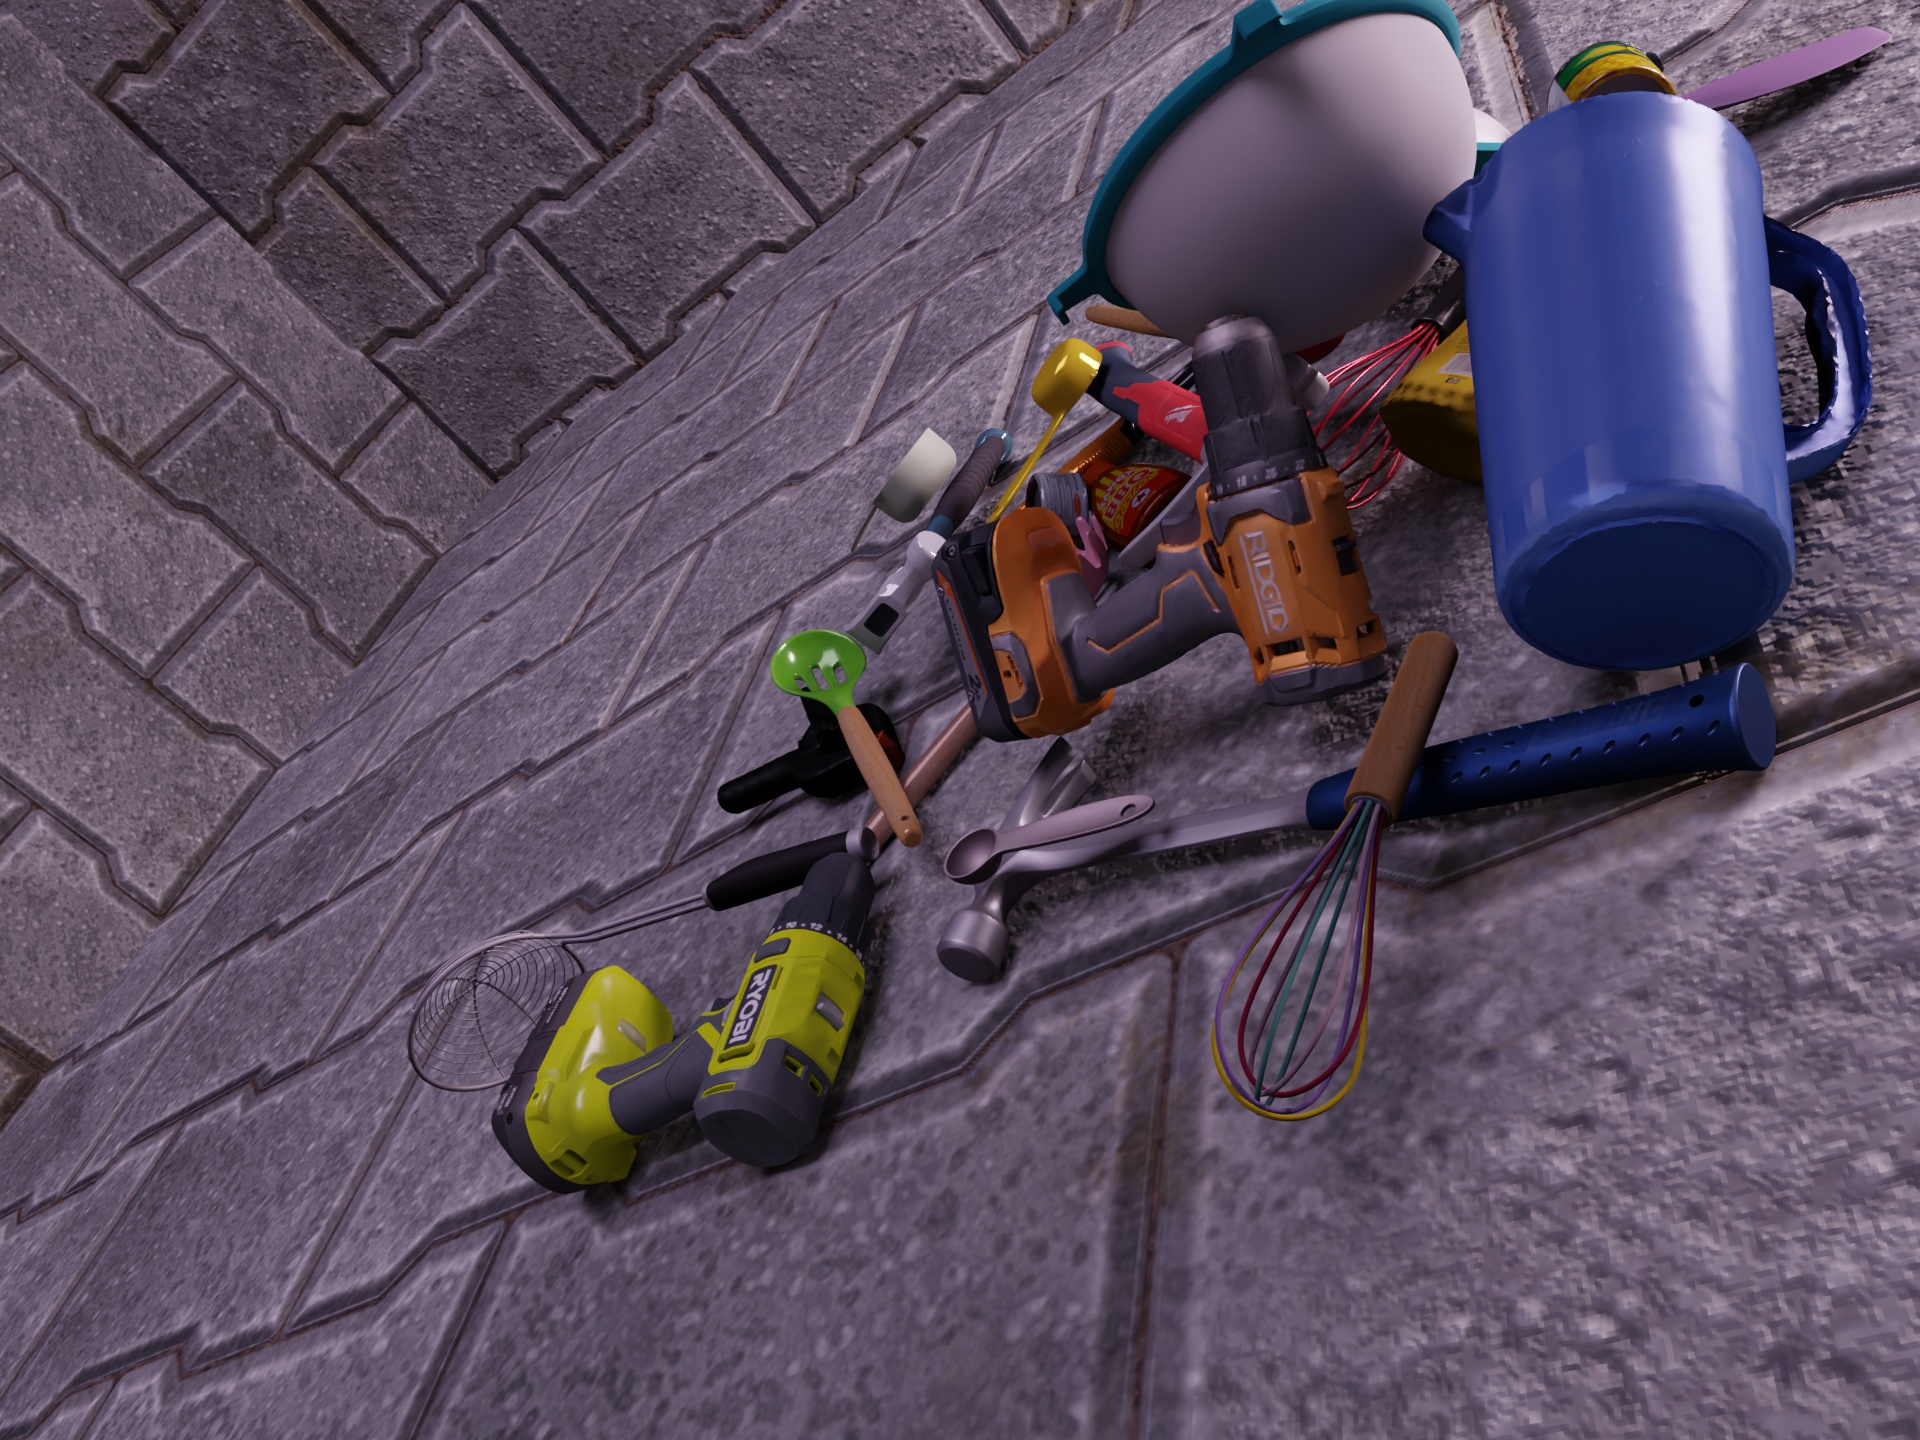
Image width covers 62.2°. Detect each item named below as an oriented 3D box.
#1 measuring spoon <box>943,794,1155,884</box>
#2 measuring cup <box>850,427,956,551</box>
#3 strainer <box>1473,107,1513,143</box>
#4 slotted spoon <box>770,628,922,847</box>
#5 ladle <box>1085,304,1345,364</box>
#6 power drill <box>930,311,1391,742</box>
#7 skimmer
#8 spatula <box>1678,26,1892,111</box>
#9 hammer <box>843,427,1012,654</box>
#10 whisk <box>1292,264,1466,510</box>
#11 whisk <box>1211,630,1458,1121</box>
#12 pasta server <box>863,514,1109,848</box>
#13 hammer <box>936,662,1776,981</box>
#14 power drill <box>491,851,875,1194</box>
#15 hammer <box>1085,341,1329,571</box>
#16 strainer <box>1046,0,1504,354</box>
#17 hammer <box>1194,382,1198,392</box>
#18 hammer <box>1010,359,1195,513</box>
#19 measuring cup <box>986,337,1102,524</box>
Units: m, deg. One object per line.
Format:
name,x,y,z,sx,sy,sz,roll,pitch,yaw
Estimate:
measuring spoon,0.046,0.060,0.797,0.124,0.018,0.034,-19,34,31
measuring cup,-0.051,-0.175,1.314,0.083,0.038,0.167,-57,4,-33
strainer,0.297,-0.381,1.092,0.151,0.069,0.256,-25,16,11
slotted spoon,-0.071,0.008,1.053,0.070,0.031,0.314,-17,27,-10
ladle,0.157,-0.263,1.064,0.069,0.031,0.316,-18,23,-17
power drill,0.092,-0.087,0.806,0.226,0.185,0.084,-12,5,42
skimmer,-0.204,0.156,1.021,0.363,0.127,0.090,-20,58,27
spatula,0.374,-0.340,0.937,0.316,0.018,0.060,-17,28,18
hammer,-0.012,-0.154,1.231,0.128,0.033,0.331,-50,8,33
whisk,0.269,-0.218,0.942,0.296,0.073,0.073,-48,23,-27
whisk,0.155,0.053,0.614,0.047,0.051,0.245,5,46,33
pasta server,-0.002,-0.003,1.024,0.316,0.040,0.060,-51,19,-11
hammer,0.155,0.035,0.724,0.405,0.035,0.144,-17,35,45
power drill,-0.149,0.176,0.918,0.228,0.080,0.191,-23,32,32
hammer,0.118,-0.190,1.027,0.143,0.038,0.387,-52,17,10
strainer,0.223,-0.258,0.818,0.340,0.095,0.211,-14,-22,-35
hammer,0.237,-0.386,1.173,0.149,0.036,0.409,-26,34,52
hammer,0.110,-0.208,1.192,0.337,0.034,0.127,-42,25,3
measuring cup,0.050,-0.206,1.129,0.156,0.029,0.062,-59,15,-13
